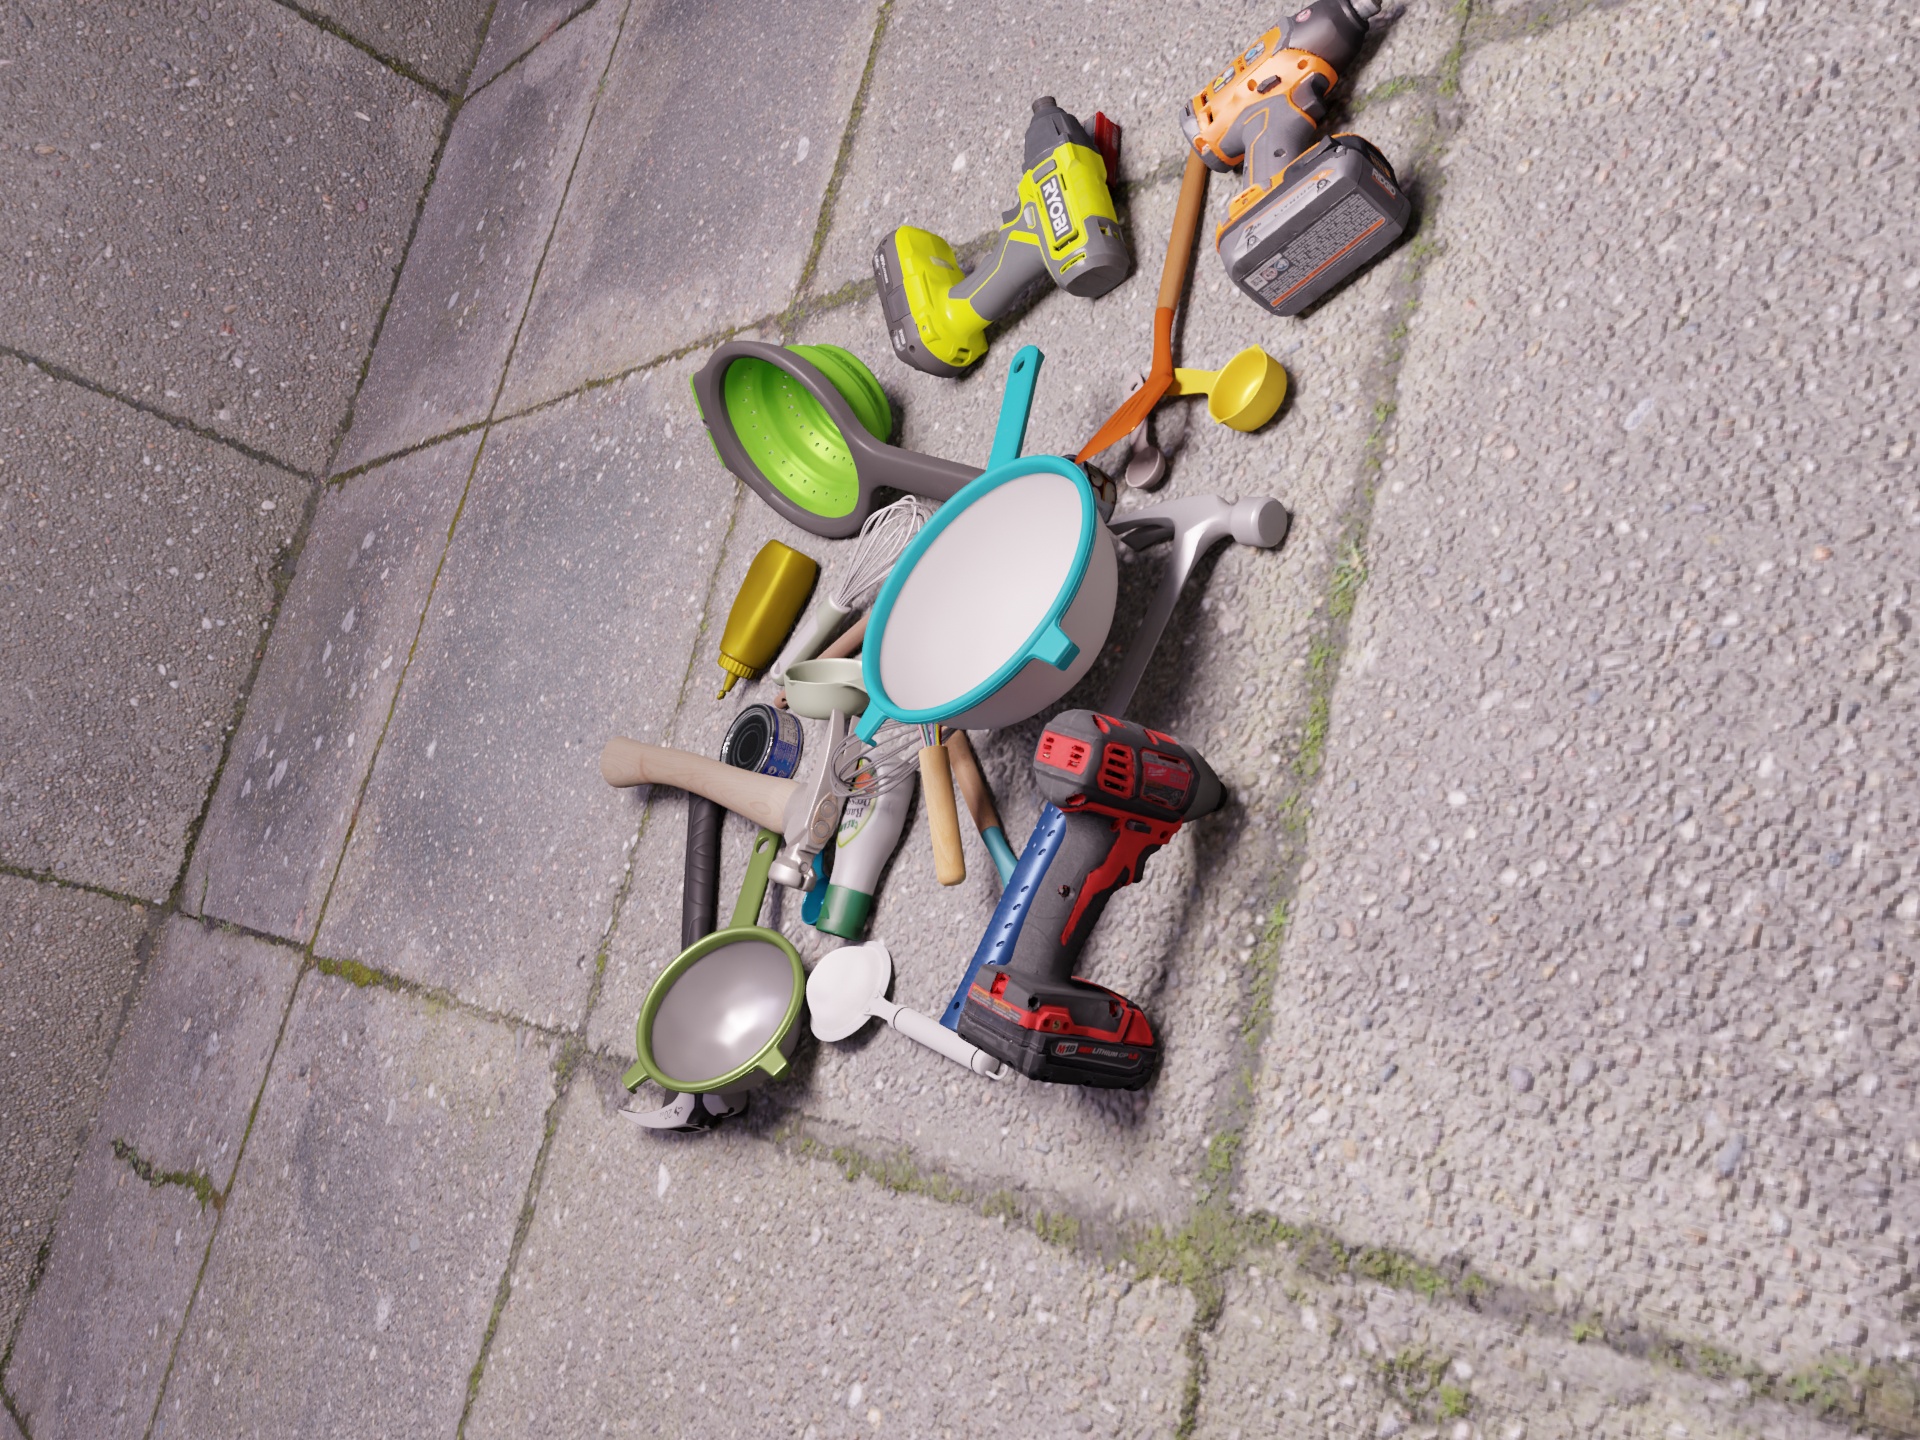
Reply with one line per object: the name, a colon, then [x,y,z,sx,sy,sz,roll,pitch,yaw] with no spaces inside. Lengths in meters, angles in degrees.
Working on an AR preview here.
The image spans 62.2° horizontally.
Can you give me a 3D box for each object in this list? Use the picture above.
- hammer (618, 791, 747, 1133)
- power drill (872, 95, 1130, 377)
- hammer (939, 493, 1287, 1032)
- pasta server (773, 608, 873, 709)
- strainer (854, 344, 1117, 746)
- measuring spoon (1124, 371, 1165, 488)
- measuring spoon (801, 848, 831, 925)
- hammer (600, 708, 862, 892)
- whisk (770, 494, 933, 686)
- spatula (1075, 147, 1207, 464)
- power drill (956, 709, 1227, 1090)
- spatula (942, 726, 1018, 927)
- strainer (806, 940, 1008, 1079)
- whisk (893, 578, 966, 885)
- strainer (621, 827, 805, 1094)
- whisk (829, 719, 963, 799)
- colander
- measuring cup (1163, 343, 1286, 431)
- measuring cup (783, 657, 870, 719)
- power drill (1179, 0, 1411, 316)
hammer: [-0.239,0.202,1.417,0.146,0.035,0.335,-29,51,38]
power drill: [0.032,-0.406,1.353,0.223,0.080,0.171,-26,72,40]
hammer: [0.085,0.025,1.073,0.144,0.035,0.405,10,70,53]
pasta server: [-0.068,-0.089,1.364,0.316,0.060,0.040,-37,12,36]
strainer: [0.047,-0.123,1.129,0.211,0.095,0.341,-22,44,40]
measuring spoon: [0.139,-0.220,1.205,0.034,0.018,0.124,-36,39,36]
measuring spoon: [-0.113,0.119,1.328,0.042,0.021,0.129,-41,34,30]
hammer: [-0.221,0.043,1.420,0.411,0.038,0.146,10,80,54]
whisk: [-0.102,-0.109,1.398,0.246,0.059,0.058,-47,45,36]
spatula: [0.154,-0.336,1.214,0.081,0.041,0.323,-21,51,59]
power drill: [0.090,0.111,0.990,0.079,0.143,0.219,18,92,52]
spatula: [0.009,0.061,1.183,0.082,0.044,0.318,-44,41,20]
strainer: [-0.050,0.216,1.178,0.259,0.050,0.087,15,68,49]
whisk: [-0.021,-0.001,1.159,0.047,0.051,0.245,-13,72,13]
strainer: [-0.173,0.206,1.314,0.151,0.069,0.257,-11,44,23]
whisk: [-0.001,-0.004,1.200,0.239,0.055,0.055,-28,49,18]
colander: [-0.071,-0.253,1.407,0.397,0.204,0.094,21,53,38]
measuring cup: [0.184,-0.240,1.156,0.062,0.029,0.157,-63,25,1]
measuring cup: [-0.082,-0.014,1.320,0.168,0.083,0.038,21,119,45]
power drill: [0.244,-0.413,1.126,0.164,0.084,0.227,-34,43,34]
